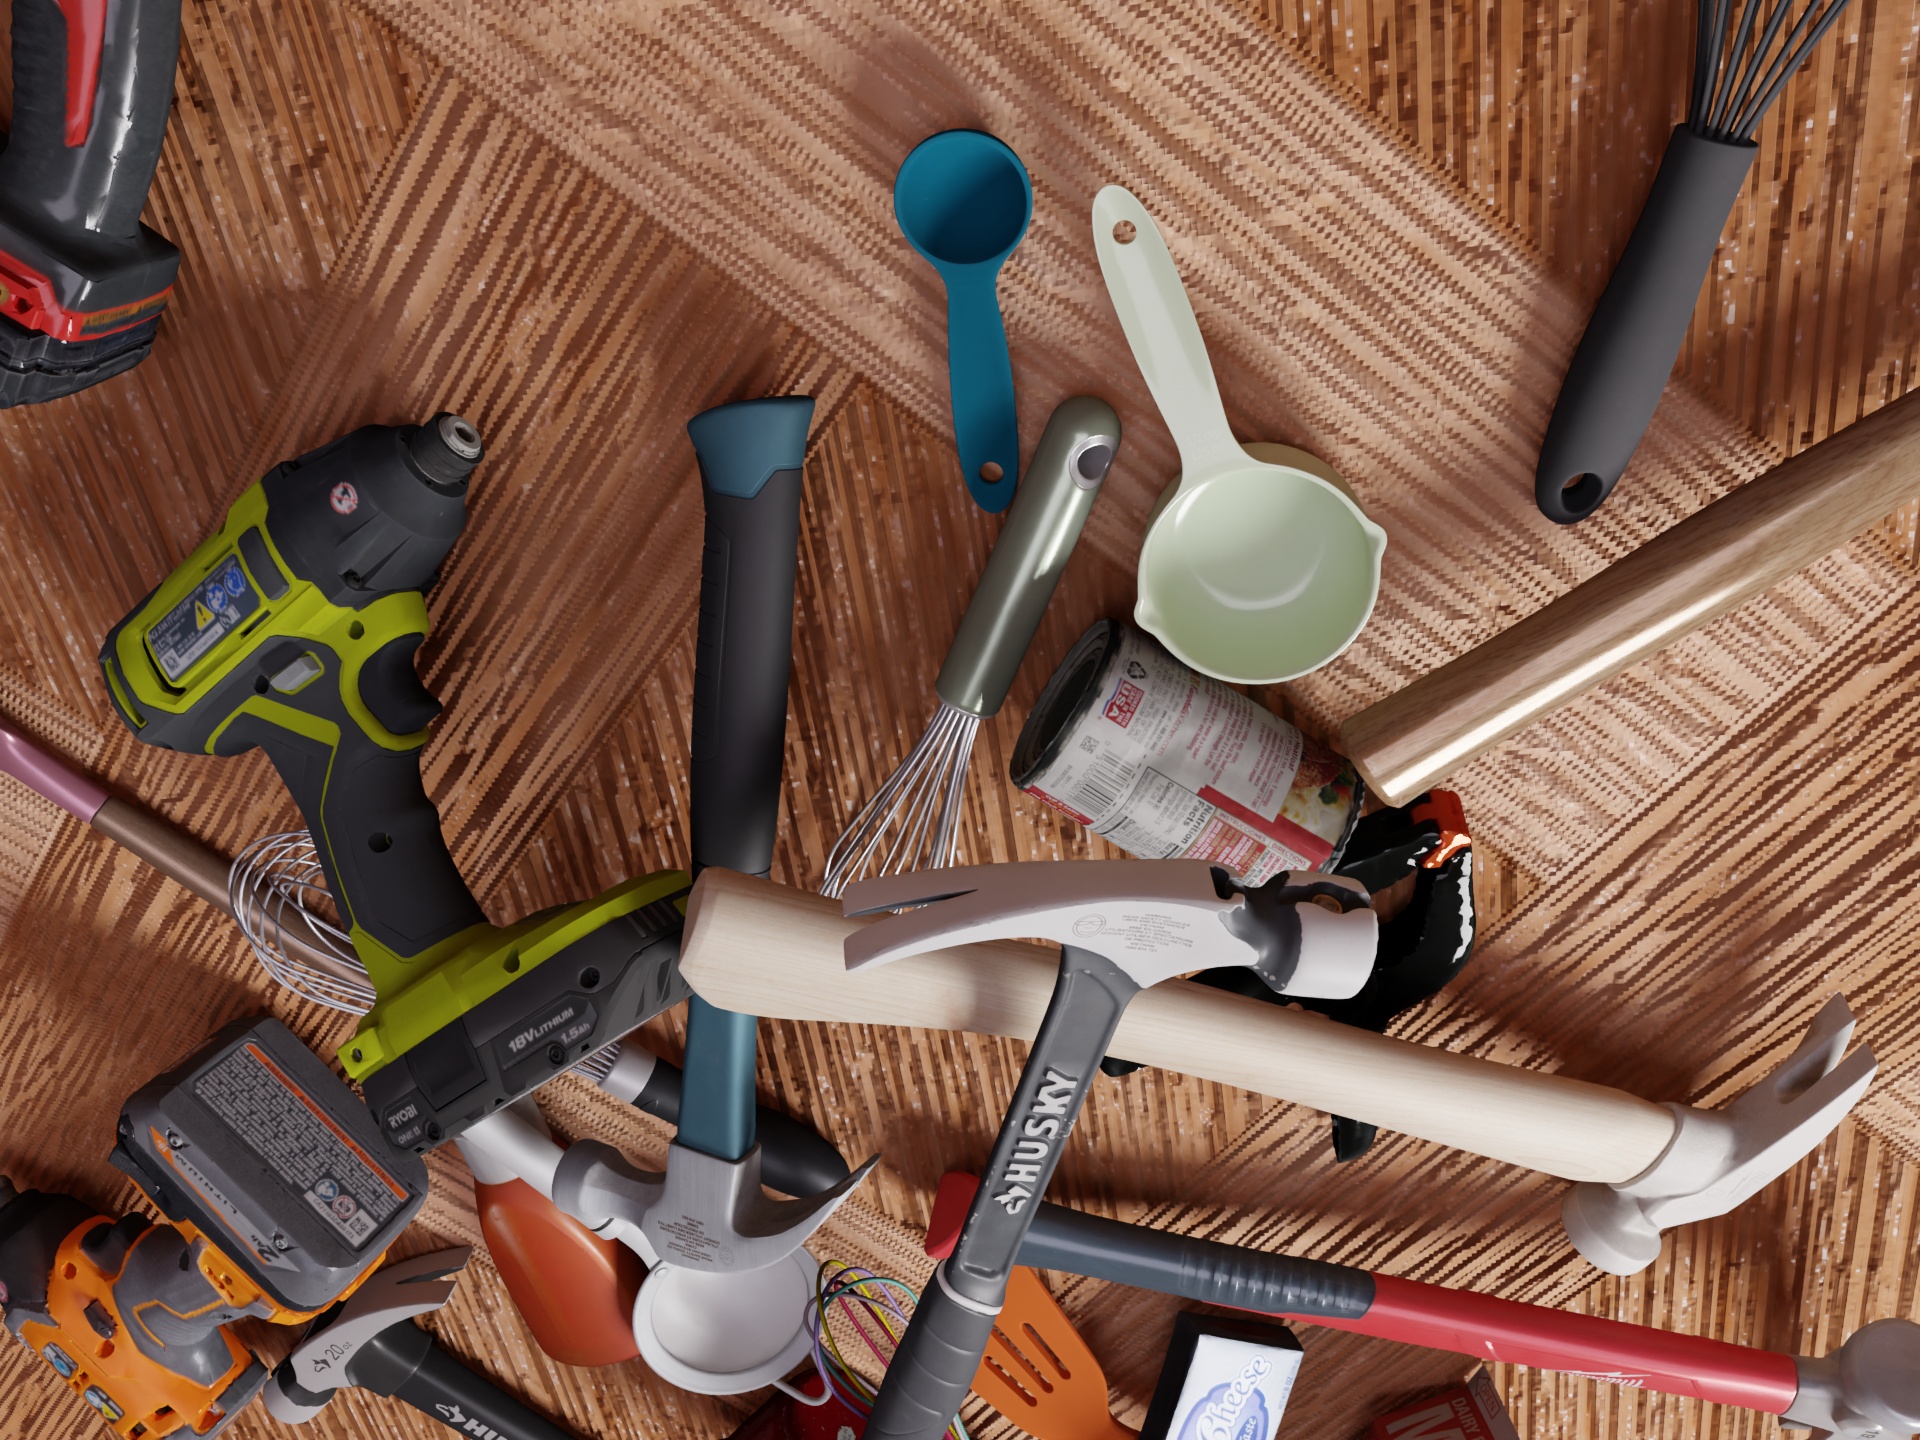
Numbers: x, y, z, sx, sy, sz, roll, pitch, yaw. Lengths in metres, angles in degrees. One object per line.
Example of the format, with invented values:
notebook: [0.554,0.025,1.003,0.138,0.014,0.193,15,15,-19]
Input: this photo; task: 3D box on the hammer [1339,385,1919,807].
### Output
hammer: [0.266,-0.069,0.477,0.331,0.031,0.130,-34,110,18]

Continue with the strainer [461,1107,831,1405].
strainer: [-0.143,0.214,0.680,0.087,0.050,0.258,-41,118,1]

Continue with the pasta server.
pasta server: [-0.327,0.057,0.643,0.316,0.040,0.060,37,130,-13]

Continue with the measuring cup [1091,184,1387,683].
measuring cup: [0.078,-0.091,0.503,0.083,0.038,0.167,-19,112,17]

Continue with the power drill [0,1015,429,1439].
power drill: [-0.356,0.230,0.714,0.164,0.084,0.226,45,120,-2]

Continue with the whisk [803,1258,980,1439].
whisk: [-0.006,0.327,0.736,0.051,0.047,0.244,-38,122,-13]

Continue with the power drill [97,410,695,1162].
power drill: [-0.185,0.020,0.546,0.171,0.080,0.223,-33,85,24]

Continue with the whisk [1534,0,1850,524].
whisk: [0.207,-0.161,0.441,0.055,0.055,0.238,12,124,2]

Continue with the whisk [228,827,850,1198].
whisk: [-0.165,0.129,0.651,0.284,0.070,0.070,33,118,-15]

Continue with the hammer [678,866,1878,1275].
hammer: [0.110,0.107,0.545,0.410,0.038,0.146,16,129,-15]

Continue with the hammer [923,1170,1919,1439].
hammer: [0.177,0.248,0.661,0.386,0.038,0.143,8,148,11]

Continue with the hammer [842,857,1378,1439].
hammer: [0.003,0.192,0.566,0.149,0.036,0.408,7,130,-11]

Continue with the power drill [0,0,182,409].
power drill: [-0.290,-0.229,0.461,0.188,0.080,0.226,32,115,-9]

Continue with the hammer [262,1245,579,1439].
hammer: [-0.176,0.384,0.801,0.334,0.035,0.146,38,118,-13]

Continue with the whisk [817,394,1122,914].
whisk: [-0.001,-0.002,0.562,0.057,0.059,0.246,3,122,-36]

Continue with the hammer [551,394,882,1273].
hammer: [-0.083,0.049,0.566,0.128,0.033,0.331,12,108,21]

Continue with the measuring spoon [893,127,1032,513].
measuring spoon: [0.006,-0.126,0.509,0.042,0.021,0.128,-1,127,8]

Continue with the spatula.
spatula: [0.128,0.350,0.747,0.322,0.041,0.081,32,119,-14]
